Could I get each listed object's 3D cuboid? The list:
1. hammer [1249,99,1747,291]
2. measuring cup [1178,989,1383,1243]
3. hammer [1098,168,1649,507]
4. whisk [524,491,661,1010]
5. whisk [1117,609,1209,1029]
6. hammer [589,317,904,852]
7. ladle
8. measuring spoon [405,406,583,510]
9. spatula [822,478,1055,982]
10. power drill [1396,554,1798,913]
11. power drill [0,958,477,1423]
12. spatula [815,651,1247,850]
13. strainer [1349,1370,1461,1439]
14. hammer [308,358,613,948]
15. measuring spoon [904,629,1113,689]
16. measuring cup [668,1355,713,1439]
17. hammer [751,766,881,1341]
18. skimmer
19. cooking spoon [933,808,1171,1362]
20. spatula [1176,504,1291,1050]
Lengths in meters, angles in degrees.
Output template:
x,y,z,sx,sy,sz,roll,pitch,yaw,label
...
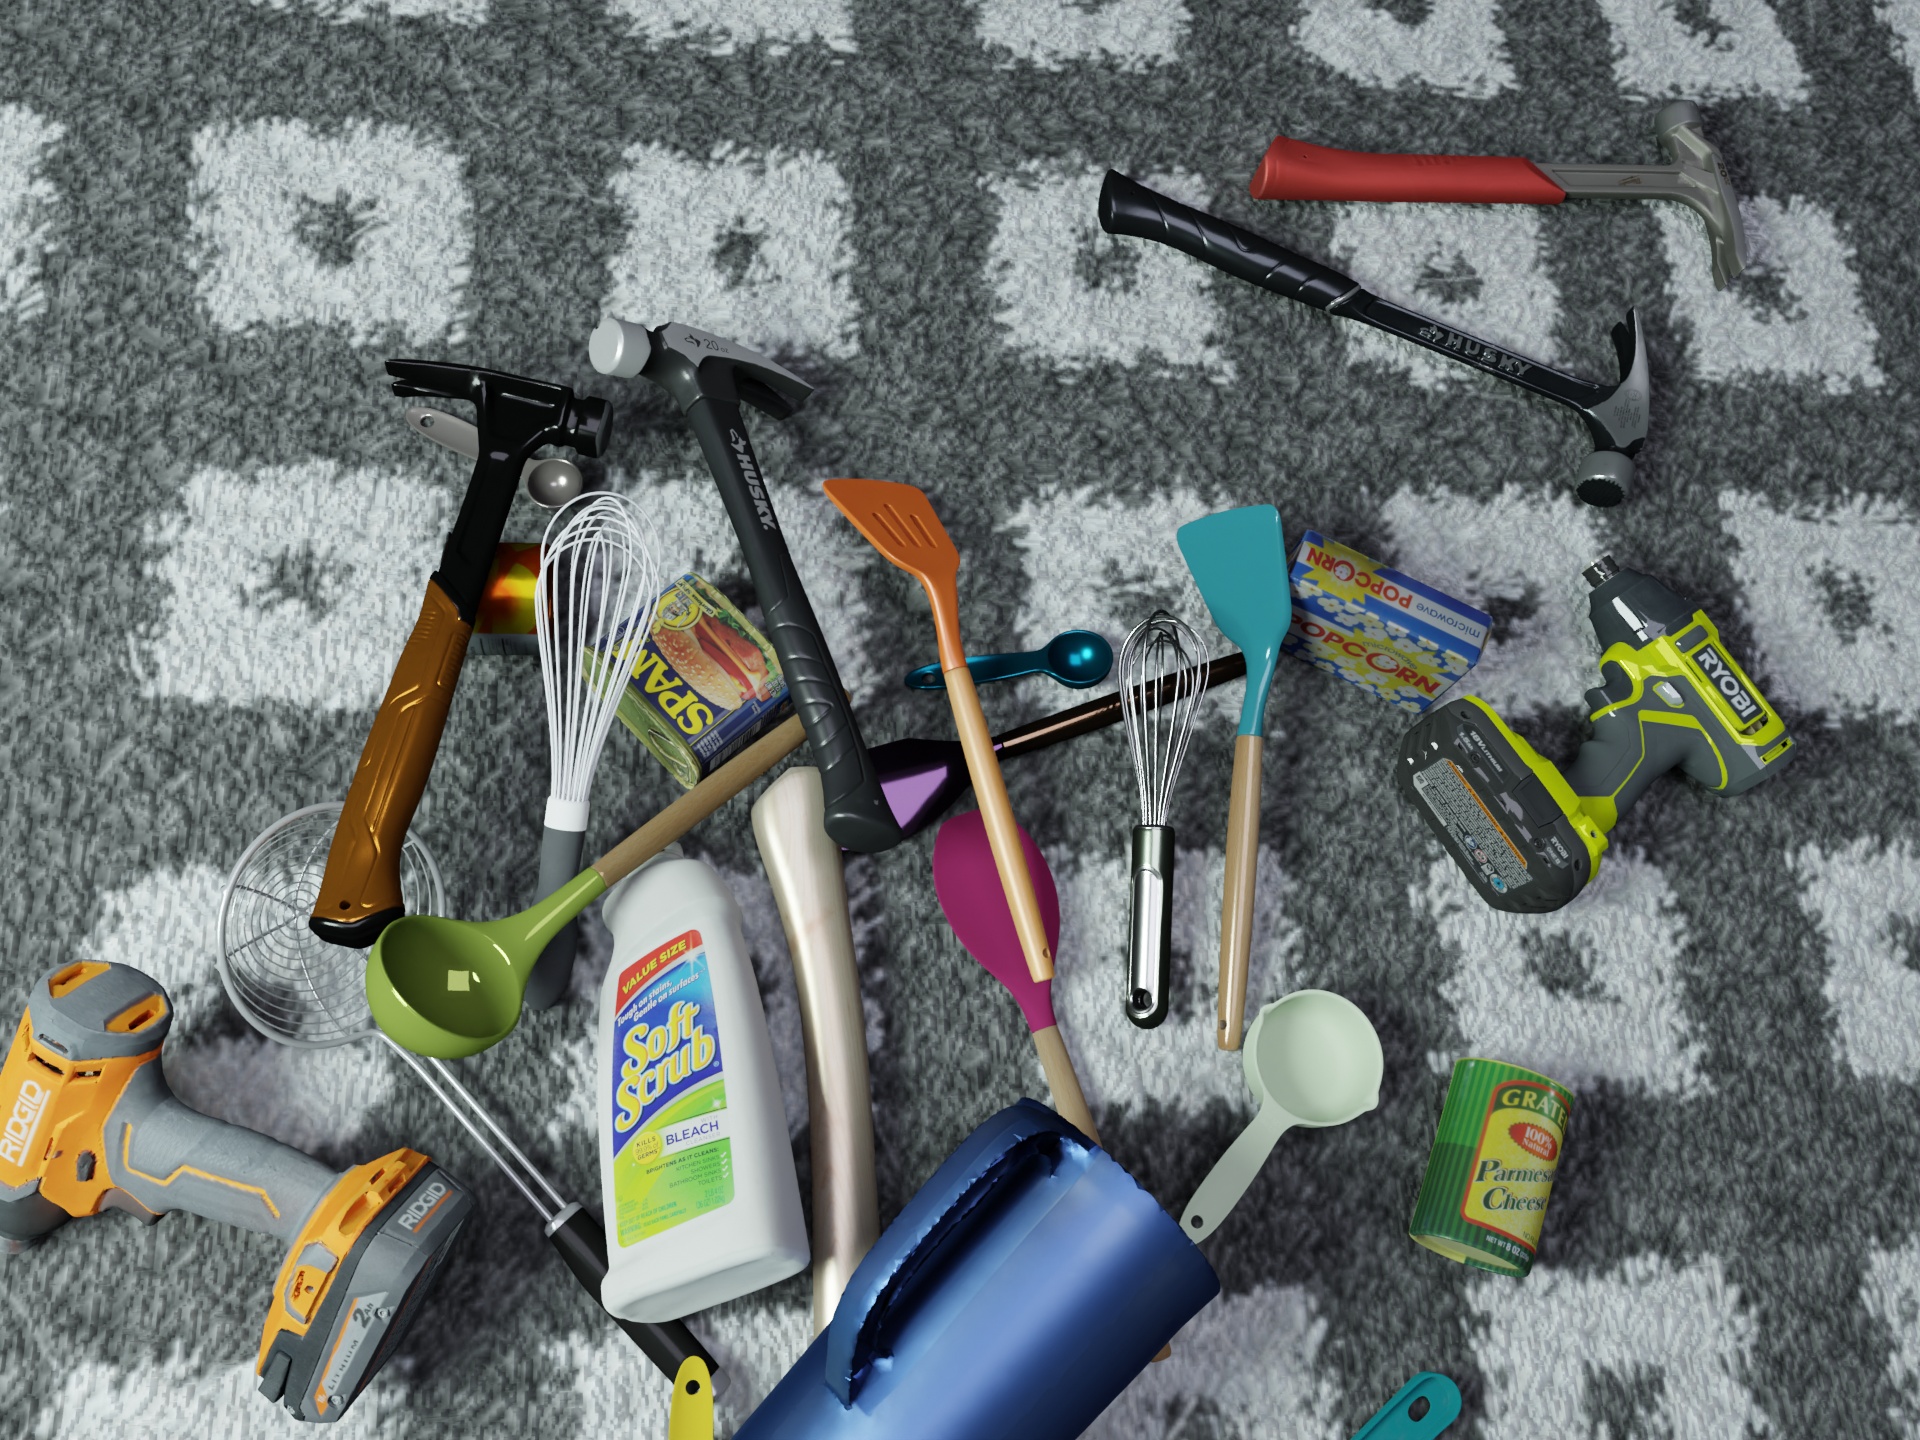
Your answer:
x,y,z,sx,sy,sz,roll,pitch,yaw,label
0.385,-0.380,1.141,0.359,0.036,0.149,-3,71,-10,hammer
0.170,0.227,0.897,0.083,0.038,0.167,40,72,6,measuring cup
0.284,-0.287,1.094,0.409,0.036,0.149,23,68,0,hammer
-0.207,0.018,0.860,0.070,0.070,0.284,8,95,-6,whisk
0.114,0.056,0.931,0.058,0.059,0.246,-2,79,29,whisk
-0.102,-0.080,0.913,0.146,0.035,0.335,-1,63,-50,hammer
-0.169,0.064,0.839,0.078,0.062,0.320,47,57,7,ladle
-0.286,-0.161,0.976,0.124,0.018,0.034,27,69,8,measuring spoon
-0.001,-0.003,0.932,0.081,0.041,0.323,-4,74,-44,spatula
0.390,0.005,0.989,0.223,0.080,0.171,-30,79,-21,power drill
-0.368,0.237,0.770,0.226,0.084,0.164,31,109,1,power drill
0.049,0.010,0.963,0.316,0.018,0.060,-19,74,-13,spatula
0.140,0.446,0.784,0.340,0.095,0.211,-36,80,-17,strainer
-0.285,-0.044,0.845,0.127,0.034,0.337,12,65,-5,hammer
0.030,-0.028,0.977,0.128,0.021,0.042,-8,53,-2,measuring spoon
-0.135,0.398,0.790,0.062,0.029,0.157,2,73,-8,measuring cup
-0.055,0.225,0.858,0.146,0.038,0.411,-3,73,-11,hammer
-0.237,0.201,0.814,0.363,0.090,0.127,46,47,7,skimmer
0.056,0.199,0.898,0.068,0.017,0.319,-16,73,-14,cooking spoon
0.161,0.034,0.941,0.044,0.082,0.318,13,77,-37,spatula
